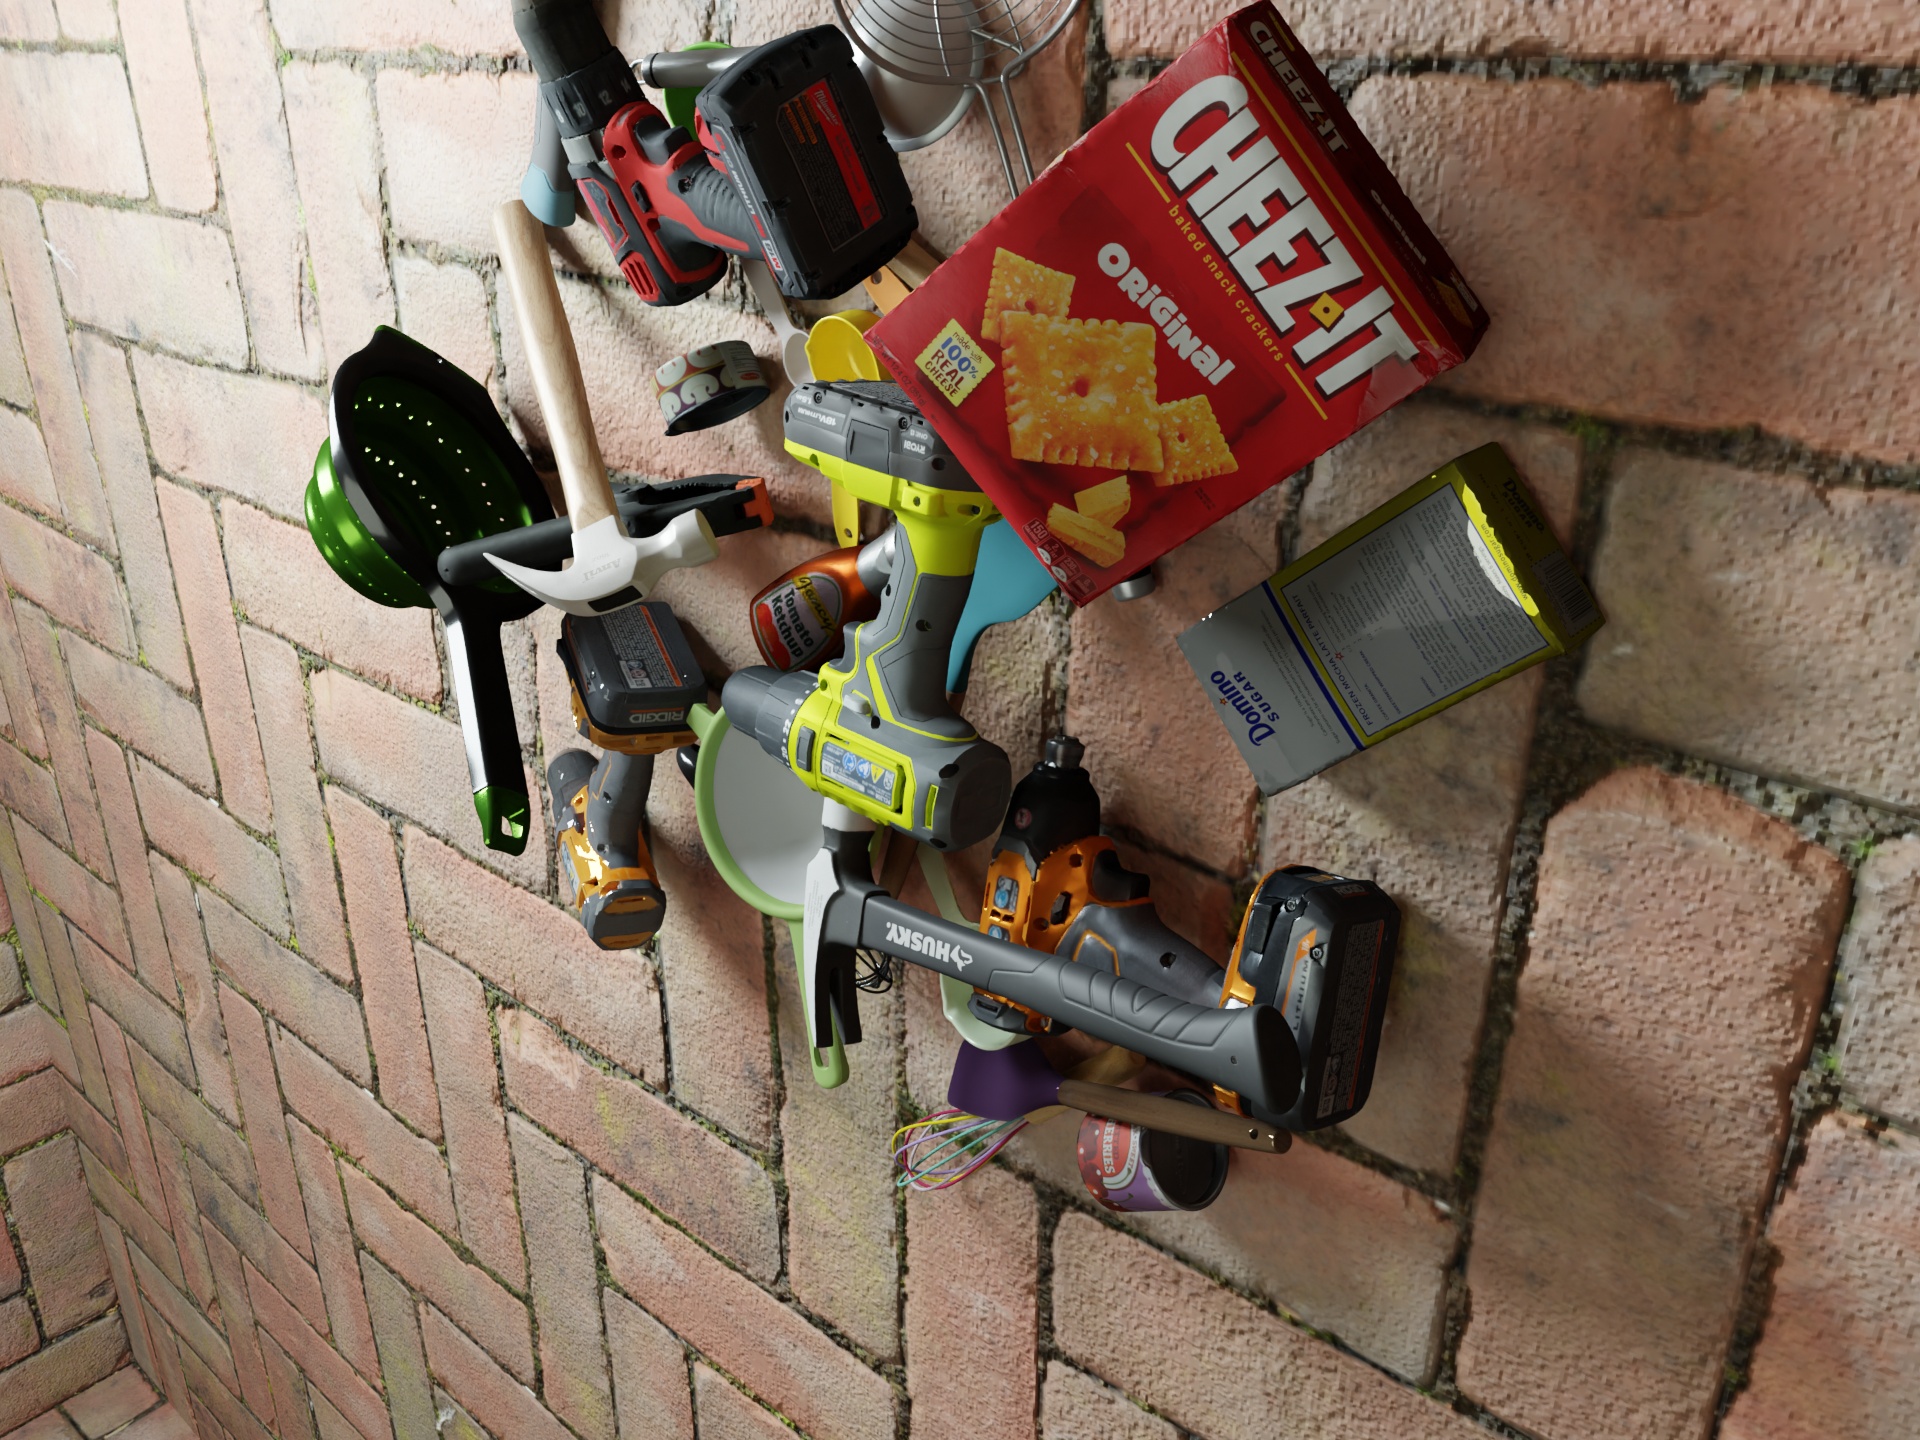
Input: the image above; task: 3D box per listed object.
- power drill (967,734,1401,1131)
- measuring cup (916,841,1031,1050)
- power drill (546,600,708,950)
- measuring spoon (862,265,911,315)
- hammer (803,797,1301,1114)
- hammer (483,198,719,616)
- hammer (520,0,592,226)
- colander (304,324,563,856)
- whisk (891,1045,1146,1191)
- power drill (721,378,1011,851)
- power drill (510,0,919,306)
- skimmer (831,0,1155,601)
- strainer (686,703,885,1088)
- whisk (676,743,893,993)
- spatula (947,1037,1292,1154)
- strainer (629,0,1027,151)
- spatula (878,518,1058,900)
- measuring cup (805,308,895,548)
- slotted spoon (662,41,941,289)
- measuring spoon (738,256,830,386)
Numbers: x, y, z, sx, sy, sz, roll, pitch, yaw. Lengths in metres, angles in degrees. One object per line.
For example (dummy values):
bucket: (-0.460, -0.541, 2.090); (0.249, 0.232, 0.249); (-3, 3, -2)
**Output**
power drill: (0.105, 0.104, 0.822); (0.227, 0.084, 0.164); (14, 98, 42)
measuring cup: (0.009, 0.119, 0.975); (0.083, 0.038, 0.168); (-46, 58, 42)
power drill: (-0.249, 0.024, 1.130); (0.186, 0.084, 0.226); (57, 141, 44)
measuring spoon: (-0.020, -0.214, 0.869); (0.117, 0.011, 0.021); (52, 125, 19)
hammer: (0.031, 0.136, 0.819); (0.335, 0.035, 0.146); (12, 96, 46)
hammer: (-0.251, -0.204, 0.992); (0.031, 0.130, 0.332); (58, -170, -61)
hammer: (-0.232, -0.461, 0.949); (0.128, 0.033, 0.330); (38, 131, 28)
colander: (-0.354, -0.075, 1.053); (0.094, 0.204, 0.397); (-28, 61, 19)
whisk: (0.029, 0.249, 1.000); (0.245, 0.051, 0.047); (-39, 73, 43)
power drill: (-0.050, -0.062, 0.854); (0.191, 0.080, 0.228); (23, 115, 35)
power drill: (-0.142, -0.307, 0.831); (0.227, 0.080, 0.187); (19, 143, 47)
skimmer: (0.039, -0.225, 0.746); (0.090, 0.127, 0.363); (-106, -1, -77)
strainer: (-0.084, 0.099, 1.005); (0.151, 0.069, 0.256); (-8, 92, 35)
whisk: (-0.124, 0.096, 1.079); (0.239, 0.055, 0.055); (45, 133, 25)
spatula: (0.075, 0.211, 0.897); (0.316, 0.018, 0.060); (-7, 63, 60)
strainer: (-0.085, -0.342, 0.828); (0.258, 0.050, 0.087); (13, 102, 34)
spatula: (-0.001, -0.003, 0.920); (0.082, 0.044, 0.317); (40, 132, 25)
measuring cup: (-0.058, -0.165, 0.923); (0.062, 0.029, 0.156); (33, 139, 29)
slotted spoon: (-0.052, -0.268, 0.864); (0.314, 0.031, 0.070); (44, 131, 19)
measuring spoon: (-0.106, -0.250, 0.936); (0.034, 0.018, 0.124); (-39, 72, 49)
